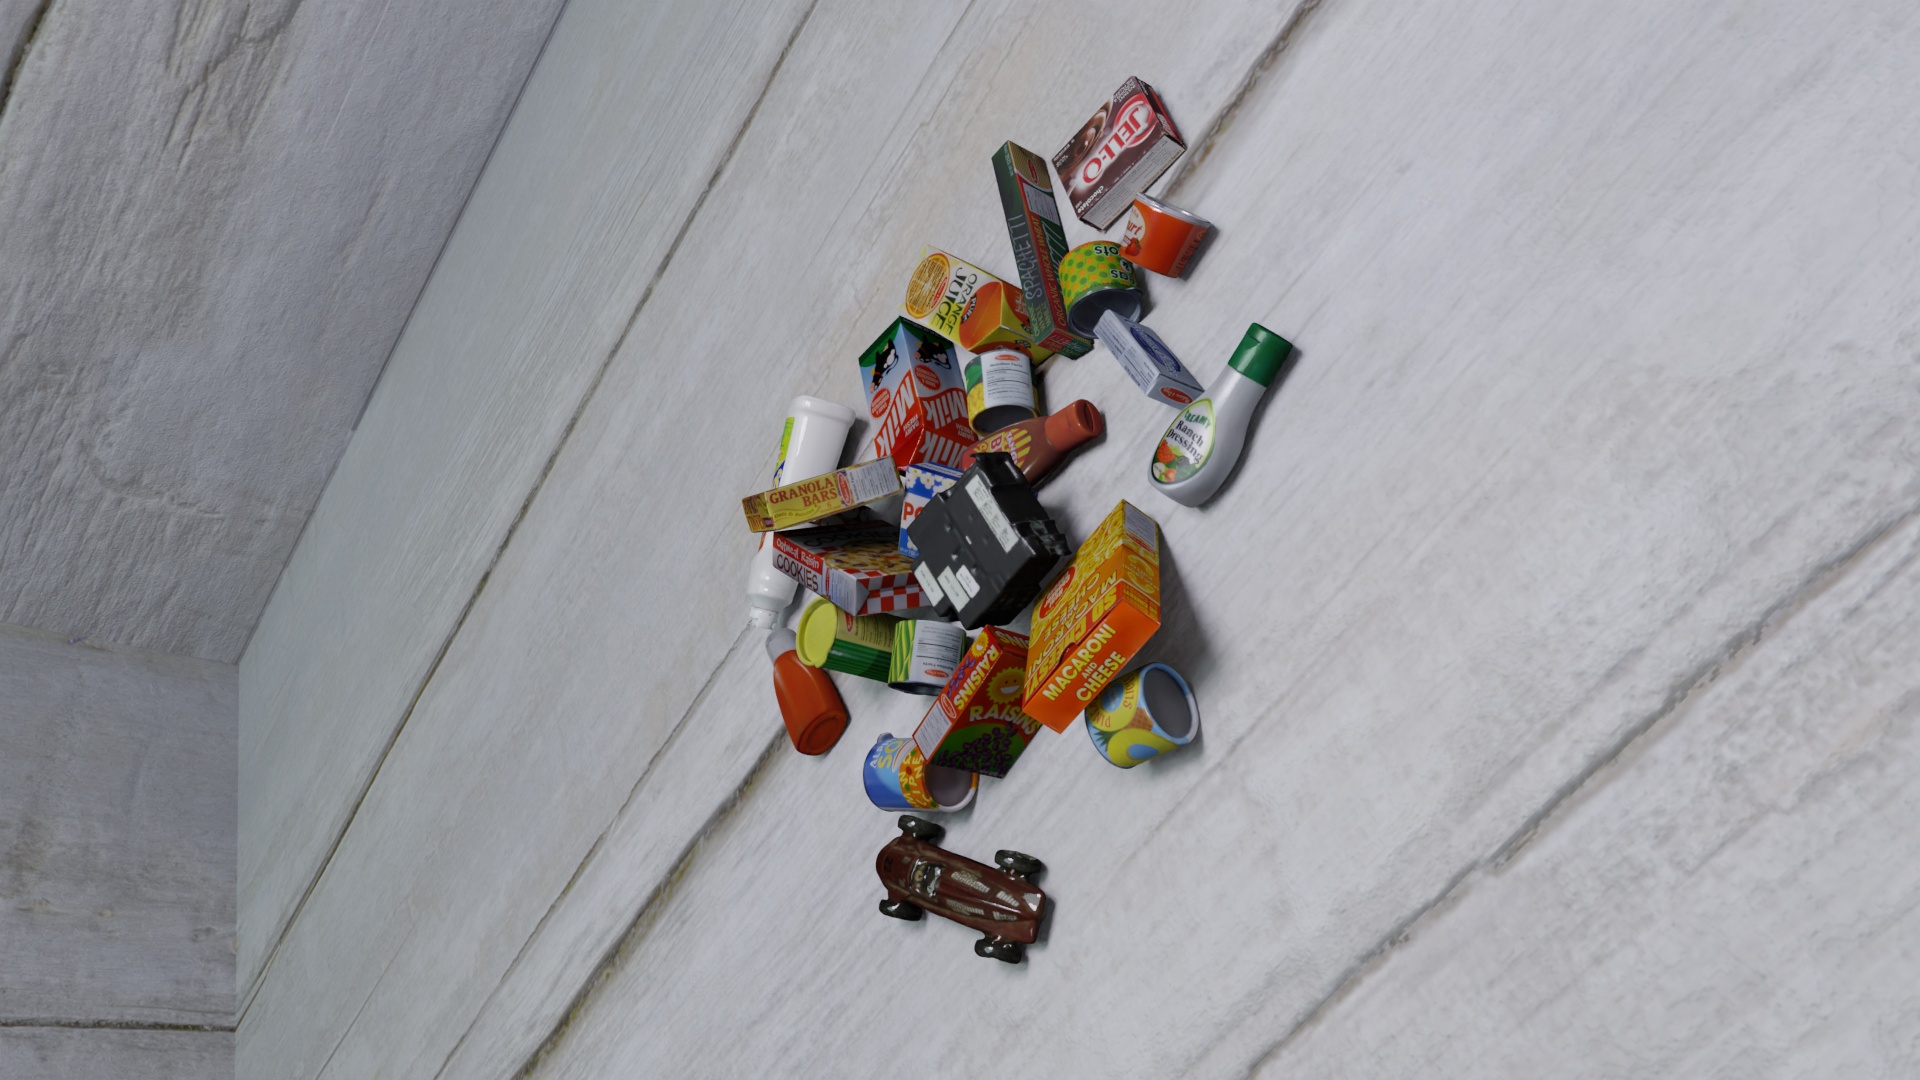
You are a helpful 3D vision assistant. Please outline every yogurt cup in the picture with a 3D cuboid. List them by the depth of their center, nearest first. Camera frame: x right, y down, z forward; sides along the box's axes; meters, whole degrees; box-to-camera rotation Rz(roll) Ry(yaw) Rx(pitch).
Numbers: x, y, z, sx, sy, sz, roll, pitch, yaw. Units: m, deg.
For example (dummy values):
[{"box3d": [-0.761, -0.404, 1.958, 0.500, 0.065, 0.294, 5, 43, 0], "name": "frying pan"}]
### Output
[{"box3d": [0.169, -0.256, 1.171, 0.072, 0.072, 0.053, 46, 120, 49], "name": "yogurt cup"}]

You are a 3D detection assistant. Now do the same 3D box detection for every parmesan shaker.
[{"box3d": [-0.095, 0.098, 1.313, 0.071, 0.103, 0.071, -25, 56, 44], "name": "parmesan shaker"}]

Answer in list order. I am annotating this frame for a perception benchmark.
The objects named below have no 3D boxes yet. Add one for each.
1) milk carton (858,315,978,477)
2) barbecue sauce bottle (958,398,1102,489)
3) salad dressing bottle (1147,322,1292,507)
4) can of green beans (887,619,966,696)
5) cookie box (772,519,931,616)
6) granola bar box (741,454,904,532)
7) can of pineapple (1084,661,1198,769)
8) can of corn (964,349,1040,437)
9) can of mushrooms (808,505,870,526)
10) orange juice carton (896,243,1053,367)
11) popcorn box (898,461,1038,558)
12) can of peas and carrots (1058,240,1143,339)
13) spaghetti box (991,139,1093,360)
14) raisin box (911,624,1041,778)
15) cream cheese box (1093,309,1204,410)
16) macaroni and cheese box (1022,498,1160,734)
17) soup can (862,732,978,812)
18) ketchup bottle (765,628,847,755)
[{"box3d": [-0.040, -0.122, 1.364, 0.073, 0.072, 0.191, -41, 47, 33], "name": "milk carton"}, {"box3d": [0.063, -0.080, 1.243, 0.148, 0.044, 0.065, -28, 64, 41], "name": "barbecue sauce bottle"}, {"box3d": [0.202, -0.097, 1.076, 0.147, 0.044, 0.064, -59, 40, 15], "name": "salad dressing bottle"}, {"box3d": [-0.030, 0.107, 1.259, 0.071, 0.071, 0.058, -12, 66, 49], "name": "can of green beans"}, {"box3d": [-0.088, 0.024, 1.317, 0.167, 0.123, 0.040, 25, 116, 52], "name": "cookie box"}, {"box3d": [-0.134, -0.042, 1.318, 0.165, 0.124, 0.039, 178, 75, -74], "name": "granola bar box"}, {"box3d": [0.135, 0.130, 1.042, 0.057, 0.071, 0.071, -33, 51, 38], "name": "can of pineapple"}, {"box3d": [0.038, -0.132, 1.279, 0.071, 0.071, 0.058, -31, 53, 41], "name": "can of corn"}, {"box3d": [-0.131, -0.028, 1.440, 0.071, 0.071, 0.033, 14, 88, 53], "name": "can of mushrooms"}, {"box3d": [0.023, -0.217, 1.328, 0.193, 0.072, 0.073, 39, 106, 51], "name": "orange juice carton"}, {"box3d": [0.004, -0.016, 1.247, 0.127, 0.038, 0.085, 18, 108, 37], "name": "popcorn box"}, {"box3d": [0.123, -0.220, 1.209, 0.070, 0.071, 0.059, -36, 49, 37], "name": "can of peas and carrots"}, {"box3d": [0.075, -0.276, 1.306, 0.028, 0.050, 0.251, -40, 47, 37], "name": "spaghetti box"}, {"box3d": [0.028, 0.136, 1.158, 0.123, 0.086, 0.040, -57, 38, 18], "name": "raisin box"}, {"box3d": [0.155, -0.149, 1.150, 0.024, 0.053, 0.104, -55, 40, 24], "name": "cream cheese box"}, {"box3d": [0.101, 0.055, 1.076, 0.123, 0.040, 0.167, -51, 11, 25], "name": "macaroni and cheese box"}, {"box3d": [-0.036, 0.203, 1.224, 0.083, 0.071, 0.071, -12, 66, 48], "name": "soup can"}, {"box3d": [-0.164, 0.149, 1.427, 0.064, 0.043, 0.149, -54, 40, 19], "name": "ketchup bottle"}]
